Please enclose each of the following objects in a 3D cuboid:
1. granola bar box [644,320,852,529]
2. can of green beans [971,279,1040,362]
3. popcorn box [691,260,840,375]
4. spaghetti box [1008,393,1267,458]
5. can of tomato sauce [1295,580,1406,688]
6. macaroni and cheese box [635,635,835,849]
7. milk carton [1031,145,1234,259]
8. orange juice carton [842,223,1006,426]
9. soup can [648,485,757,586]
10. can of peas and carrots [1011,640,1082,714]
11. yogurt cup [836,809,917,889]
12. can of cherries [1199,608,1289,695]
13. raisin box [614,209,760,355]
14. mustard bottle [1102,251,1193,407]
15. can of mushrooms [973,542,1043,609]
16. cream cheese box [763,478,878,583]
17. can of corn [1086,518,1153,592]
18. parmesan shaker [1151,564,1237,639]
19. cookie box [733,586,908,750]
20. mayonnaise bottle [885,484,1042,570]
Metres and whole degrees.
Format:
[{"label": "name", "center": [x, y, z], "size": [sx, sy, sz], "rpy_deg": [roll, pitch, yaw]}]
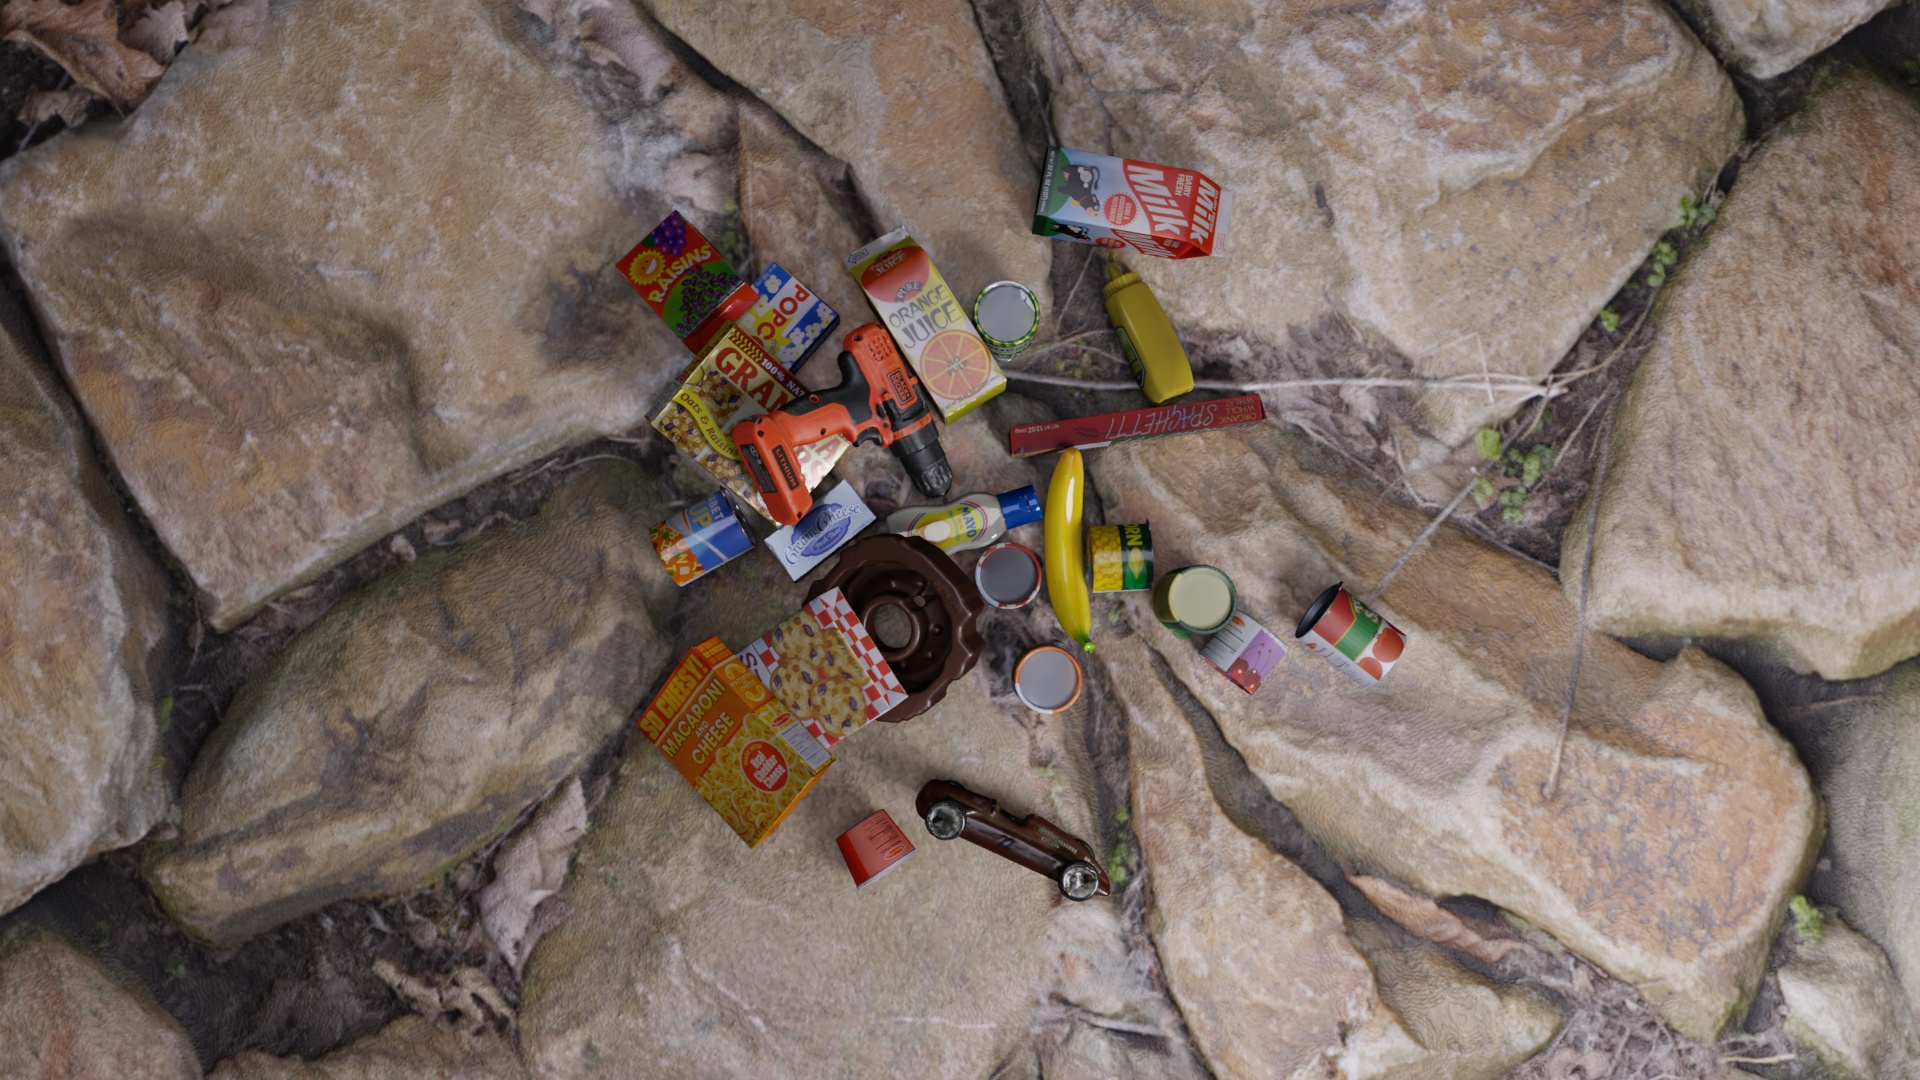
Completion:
[{"label": "granola bar box", "center": [-0.198, -0.110, 1.333], "size": [0.165, 0.039, 0.124], "rpy_deg": [41, 87, -25]}, {"label": "can of green beans", "center": [0.045, -0.218, 1.366], "size": [0.071, 0.058, 0.071], "rpy_deg": [0, 87, 0]}, {"label": "popcorn box", "center": [-0.191, -0.200, 1.373], "size": [0.085, 0.038, 0.127], "rpy_deg": [41, 87, 2]}, {"label": "spaghetti box", "center": [0.171, -0.112, 1.364], "size": [0.250, 0.050, 0.028], "rpy_deg": [-8, 88, -1]}, {"label": "can of tomato sauce", "center": [0.379, 0.091, 1.344], "size": [0.083, 0.071, 0.071], "rpy_deg": [37, 87, 1]}, {"label": "macaroni and cheese box", "center": [-0.214, 0.191, 1.313], "size": [0.166, 0.040, 0.123], "rpy_deg": [45, 120, 9]}, {"label": "milk carton", "center": [0.171, -0.327, 1.365], "size": [0.191, 0.073, 0.072], "rpy_deg": [9, 87, 0]}, {"label": "orange juice carton", "center": [-0.035, -0.213, 1.358], "size": [0.072, 0.073, 0.192], "rpy_deg": [-32, 87, -2]}, {"label": "soup can", "center": [-0.251, -0.005, 1.346], "size": [0.084, 0.071, 0.071], "rpy_deg": [-28, 87, -1]}, {"label": "can of peas and carrots", "center": [0.085, 0.131, 1.344], "size": [0.071, 0.058, 0.071], "rpy_deg": [0, 87, -1]}, {"label": "yogurt cup", "center": [-0.083, 0.294, 1.332], "size": [0.072, 0.072, 0.054], "rpy_deg": [-33, 79, -2]}, {"label": "can of cherries", "center": [0.275, 0.109, 1.343], "size": [0.071, 0.071, 0.058], "rpy_deg": [38, 87, 2]}, {"label": "raisin box", "center": [-0.267, -0.252, 1.355], "size": [0.086, 0.040, 0.123], "rpy_deg": [-43, 67, 0]}, {"label": "mustard bottle", "center": [0.177, -0.211, 1.366], "size": [0.049, 0.065, 0.160], "rpy_deg": [-23, 81, -7]}, {"label": "can of mushrooms", "center": [0.048, 0.033, 1.363], "size": [0.071, 0.033, 0.071], "rpy_deg": [0, 86, 0]}, {"label": "cream cheese box", "center": [-0.138, -0.010, 1.369], "size": [0.104, 0.024, 0.053], "rpy_deg": [-38, 86, -3]}, {"label": "can of corn", "center": [0.154, 0.015, 1.347], "size": [0.058, 0.071, 0.071], "rpy_deg": [-3, 87, 0]}, {"label": "parmesan shaker", "center": [0.223, 0.060, 1.326], "size": [0.071, 0.103, 0.071], "rpy_deg": [0, 87, 0]}, {"label": "cookie box", "center": [-0.148, 0.138, 1.313], "size": [0.167, 0.040, 0.123], "rpy_deg": [-35, 86, 29]}, {"label": "mayonnaise bottle", "center": [0.005, -0.017, 1.361], "size": [0.148, 0.041, 0.065], "rpy_deg": [-17, 88, -1]}]
